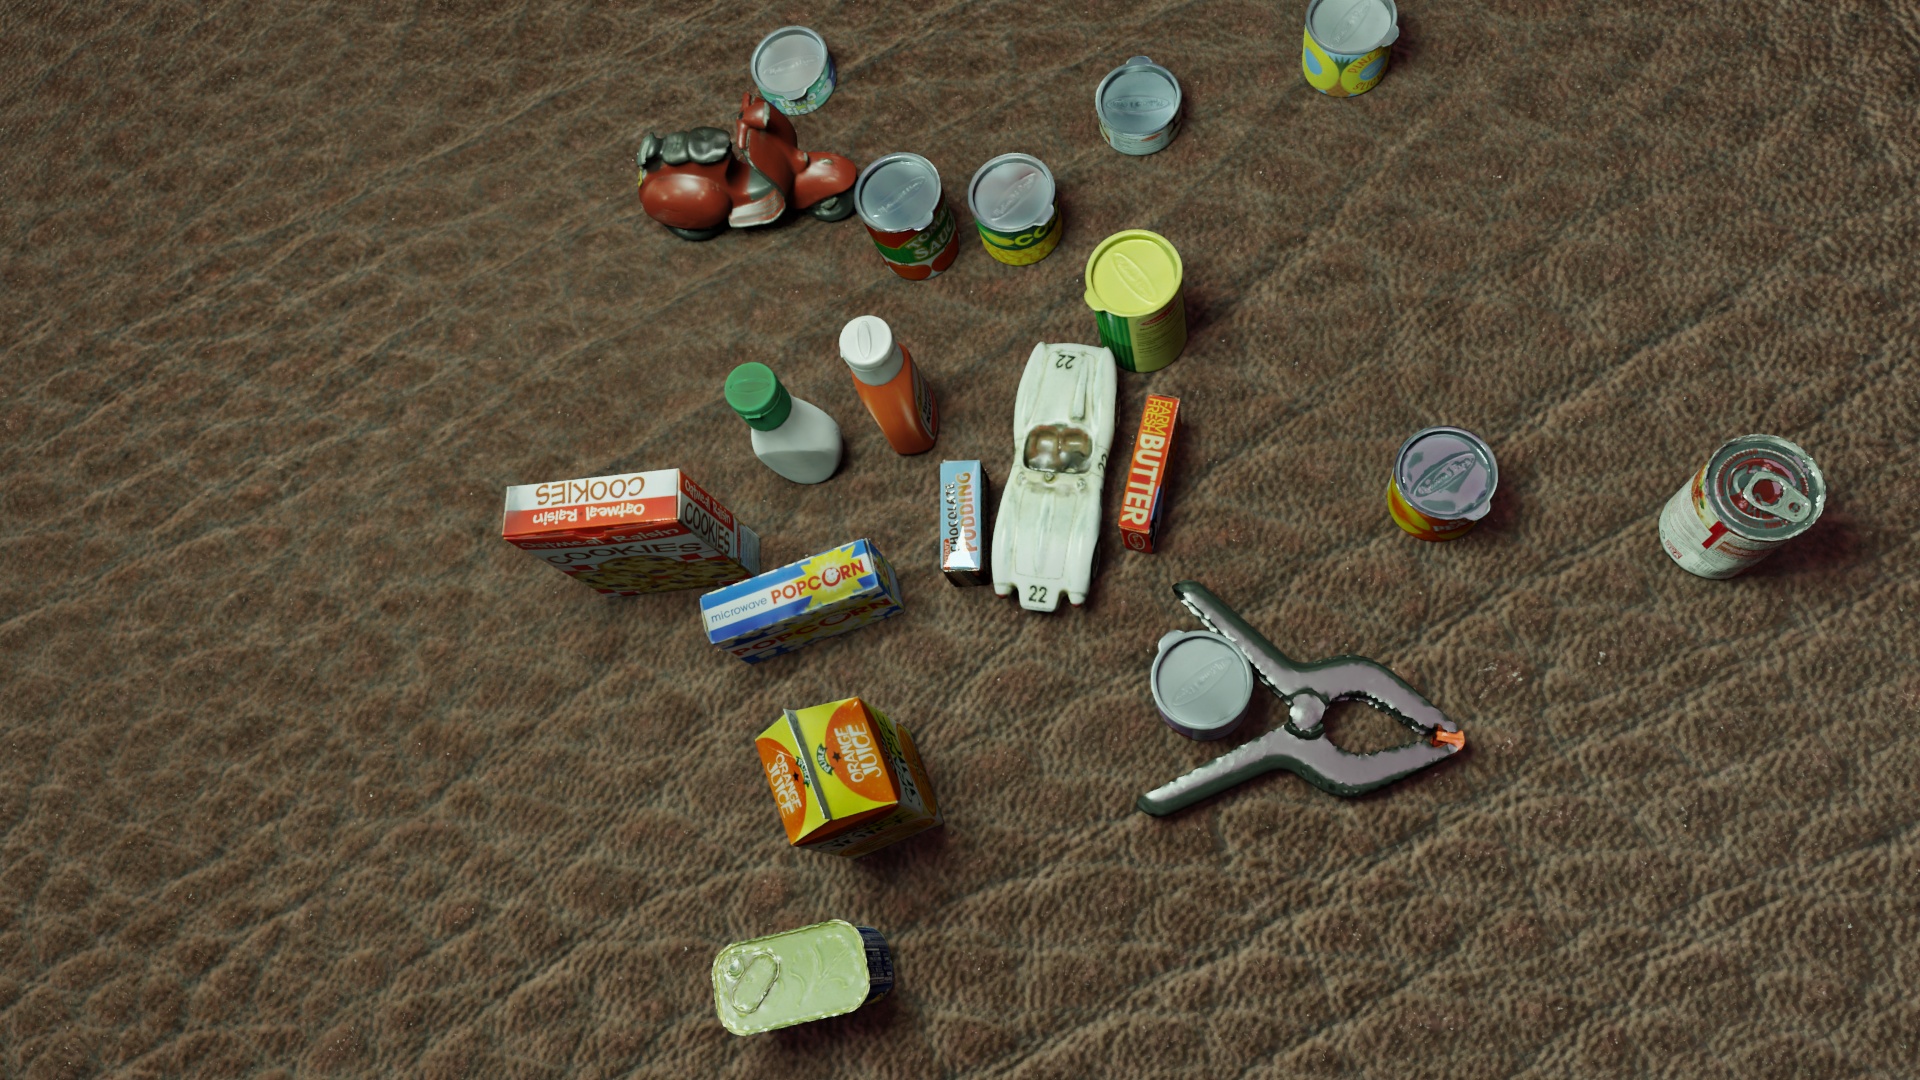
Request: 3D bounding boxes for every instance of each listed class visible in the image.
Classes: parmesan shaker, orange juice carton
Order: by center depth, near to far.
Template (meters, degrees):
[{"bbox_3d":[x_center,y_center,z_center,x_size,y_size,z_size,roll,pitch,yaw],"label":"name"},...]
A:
[{"bbox_3d":[-0.073,0.155,0.895,0.073,0.192,0.072,-23,71,4],"label":"orange juice carton"},{"bbox_3d":[0.126,-0.169,1.002,0.071,0.103,0.071,-3,73,10],"label":"parmesan shaker"}]

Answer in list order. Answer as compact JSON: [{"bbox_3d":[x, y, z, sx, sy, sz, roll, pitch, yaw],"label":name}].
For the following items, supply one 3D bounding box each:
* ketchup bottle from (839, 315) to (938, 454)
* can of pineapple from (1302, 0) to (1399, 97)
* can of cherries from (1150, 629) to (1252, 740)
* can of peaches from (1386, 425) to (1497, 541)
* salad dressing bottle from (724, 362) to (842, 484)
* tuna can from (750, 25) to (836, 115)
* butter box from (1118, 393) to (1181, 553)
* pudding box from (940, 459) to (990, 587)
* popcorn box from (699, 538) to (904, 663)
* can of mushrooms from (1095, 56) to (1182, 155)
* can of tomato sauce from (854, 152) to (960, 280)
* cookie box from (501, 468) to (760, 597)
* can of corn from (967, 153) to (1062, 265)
[{"bbox_3d":[-0.051,-0.113,0.995,0.043,0.148,0.065,-10,72,8],"label":"ketchup bottle"},{"bbox_3d":[0.296,-0.380,1.057,0.071,0.057,0.071,-3,73,10],"label":"can of pineapple"},{"bbox_3d":[0.162,0.097,0.939,0.071,0.058,0.071,-3,73,10],"label":"can of cherries"},{"bbox_3d":[0.328,-0.036,0.947,0.071,0.058,0.071,-3,73,10],"label":"can of peaches"},{"bbox_3d":[-0.128,-0.083,1.001,0.064,0.147,0.044,-4,73,10],"label":"salad dressing bottle"},{"bbox_3d":[-0.138,-0.388,1.155,0.071,0.032,0.071,-3,73,10],"label":"tuna can"},{"bbox_3d":[0.136,-0.048,0.990,0.024,0.053,0.104,11,76,14],"label":"butter box"},{"bbox_3d":[0.004,-0.013,1.006,0.030,0.049,0.084,-3,73,10],"label":"pudding box"},{"bbox_3d":[-0.111,0.045,0.992,0.127,0.085,0.038,-19,71,5],"label":"popcorn box"},{"bbox_3d":[0.140,-0.340,1.087,0.071,0.033,0.071,-3,73,10],"label":"can of mushrooms"},{"bbox_3d":[-0.038,-0.246,1.067,0.071,0.083,0.071,-3,73,10],"label":"can of tomato sauce"},{"bbox_3d":[-0.227,-0.001,0.985,0.123,0.167,0.040,-6,73,9],"label":"cookie box"},{"bbox_3d":[0.045,-0.251,1.066,0.071,0.058,0.071,-3,73,10],"label":"can of corn"}]
